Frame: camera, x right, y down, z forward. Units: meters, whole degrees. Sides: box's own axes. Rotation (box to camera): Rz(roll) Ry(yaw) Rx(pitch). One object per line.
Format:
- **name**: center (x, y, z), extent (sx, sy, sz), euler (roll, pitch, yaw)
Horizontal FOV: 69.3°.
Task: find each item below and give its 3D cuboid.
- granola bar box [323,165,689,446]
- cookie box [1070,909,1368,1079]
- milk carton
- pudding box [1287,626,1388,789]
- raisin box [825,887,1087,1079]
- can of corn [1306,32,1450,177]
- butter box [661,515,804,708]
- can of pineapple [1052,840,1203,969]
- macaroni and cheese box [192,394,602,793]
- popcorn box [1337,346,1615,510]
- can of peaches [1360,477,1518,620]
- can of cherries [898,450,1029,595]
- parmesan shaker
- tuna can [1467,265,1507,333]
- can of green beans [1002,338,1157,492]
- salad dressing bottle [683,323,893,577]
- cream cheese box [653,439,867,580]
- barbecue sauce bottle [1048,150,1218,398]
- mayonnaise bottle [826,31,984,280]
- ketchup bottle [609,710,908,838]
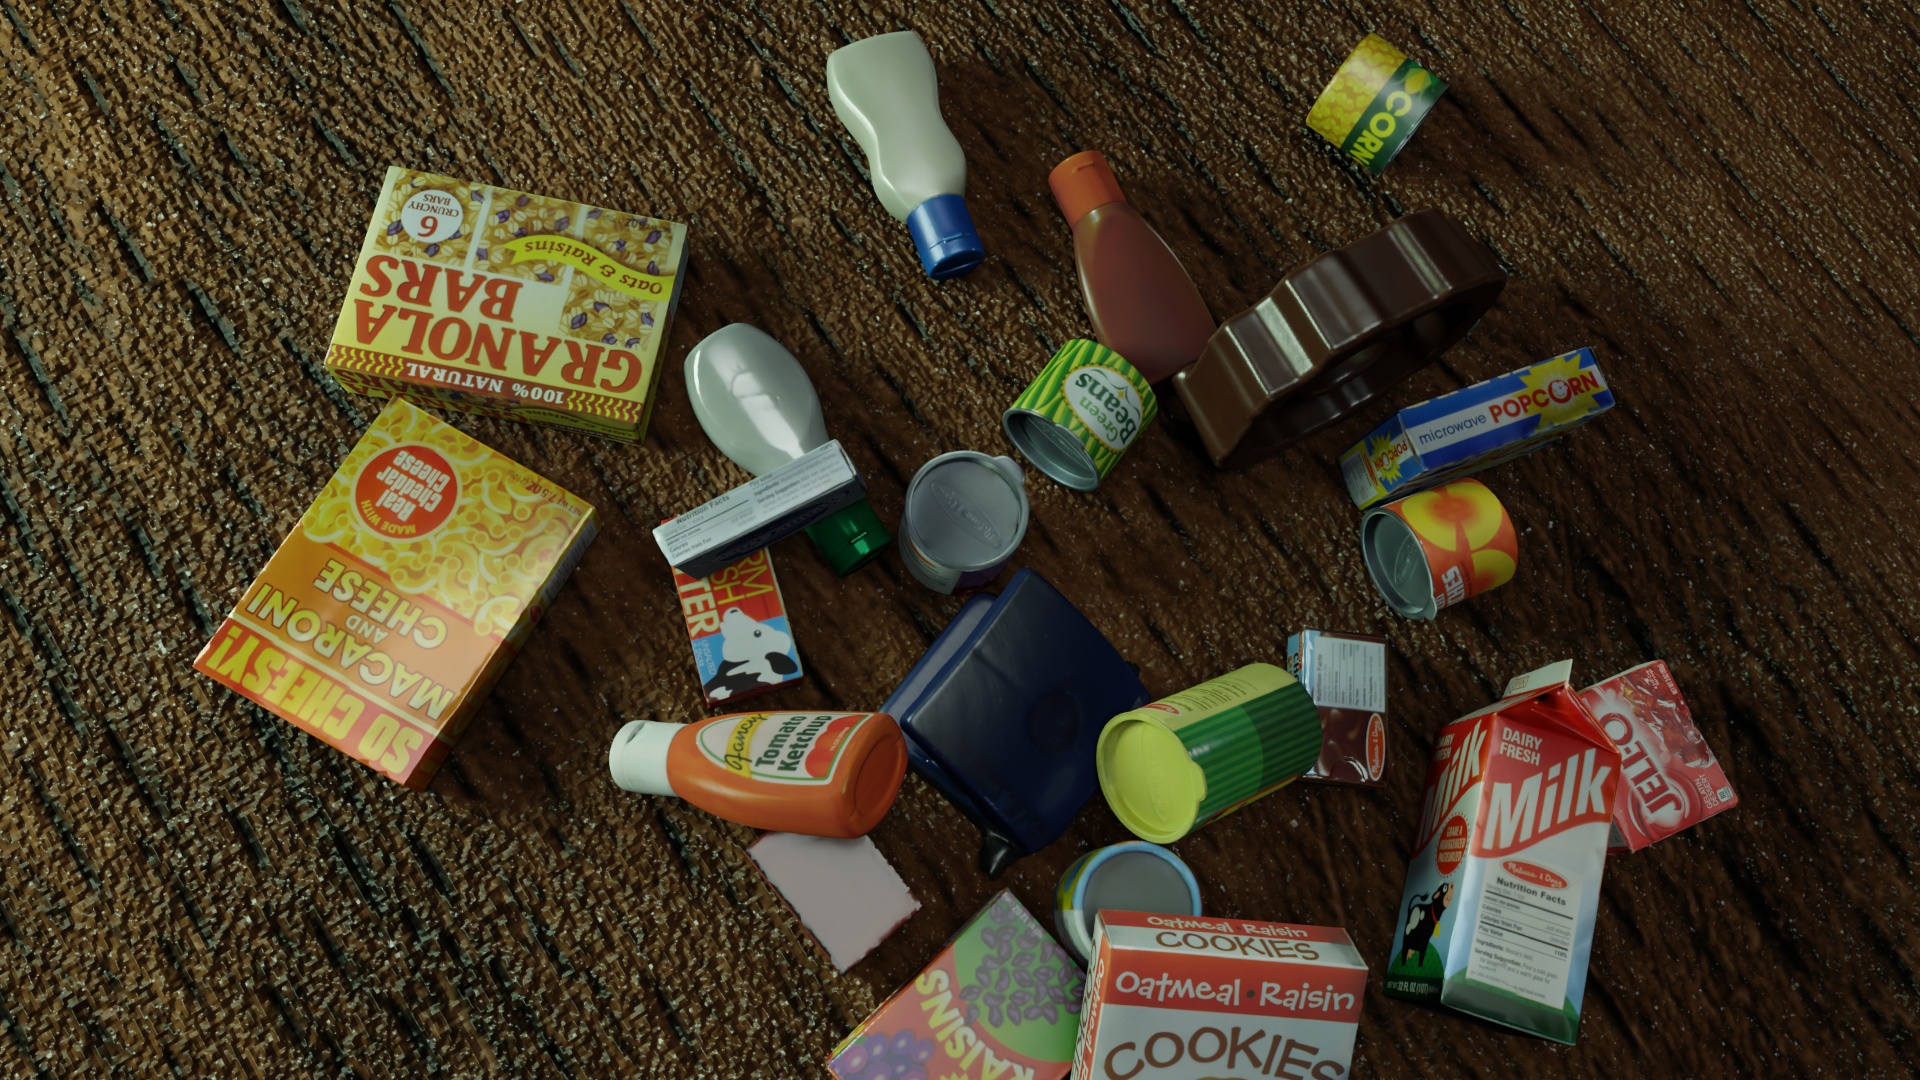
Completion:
- **granola bar box**: center (-0.244, -0.129, 0.766), extent (0.166, 0.039, 0.124), euler (11, 72, -4)
- **cookie box**: center (0.115, 0.263, 0.659), extent (0.123, 0.040, 0.167), euler (6, 100, -6)
- **milk carton**: center (0.288, 0.157, 0.731), extent (0.073, 0.072, 0.191), euler (18, 74, -1)
- **pudding box**: center (0.206, 0.092, 0.761), extent (0.050, 0.030, 0.084), euler (7, 73, -6)
- **raisin box**: center (0.006, 0.247, 0.687), extent (0.124, 0.040, 0.086), euler (-41, 83, -15)
- **can of corn**: center (0.254, -0.267, 0.853), extent (0.058, 0.071, 0.071), euler (38, 73, 6)
- **butter box**: center (-0.122, 0.033, 0.742), extent (0.053, 0.024, 0.103), euler (-15, 77, -12)
- **can of pineapple**: center (0.085, 0.186, 0.705), extent (0.071, 0.057, 0.071), euler (2, 73, -6)
- **macaroni and cheese box**: center (-0.284, 0.027, 0.716), extent (0.124, 0.040, 0.167), euler (29, 72, 2)
- **popcorn box**: center (0.290, -0.062, 0.788), extent (0.127, 0.085, 0.038), euler (-19, 78, -12)
- **can of peaches**: center (0.268, 0.005, 0.775), extent (0.058, 0.071, 0.071), euler (-20, 77, -13)
- **can of cherries**: center (0.003, -0.009, 0.752), extent (0.071, 0.058, 0.071), euler (2, 73, -6)
- **parmesan shaker**: center (0.130, 0.107, 0.707), extent (0.103, 0.071, 0.071), euler (-13, 74, -39)
- **tuna can**: center (0.283, -0.151, 0.823), extent (0.071, 0.071, 0.033), euler (28, 74, 2)
- **can of green beans**: center (0.067, -0.070, 0.773), extent (0.071, 0.071, 0.058), euler (39, 73, 5)
- **salad dressing bottle**: center (-0.093, -0.049, 0.760), extent (0.064, 0.044, 0.148), euler (-34, 82, -14)
- **cream cheese box**: center (-0.100, -0.015, 0.706), extent (0.104, 0.053, 0.024), euler (-27, 82, -2)
- **barbecue sauce bottle**: center (0.097, -0.157, 0.815), extent (0.065, 0.043, 0.149), euler (-22, 77, -7)
- **mayonnaise bottle**: center (-0.028, -0.226, 0.822), extent (0.065, 0.041, 0.148), euler (-19, 78, -10)
- **ketchup bottle**: center (-0.103, 0.110, 0.676), extent (0.149, 0.043, 0.065), euler (-1, 33, 28)
